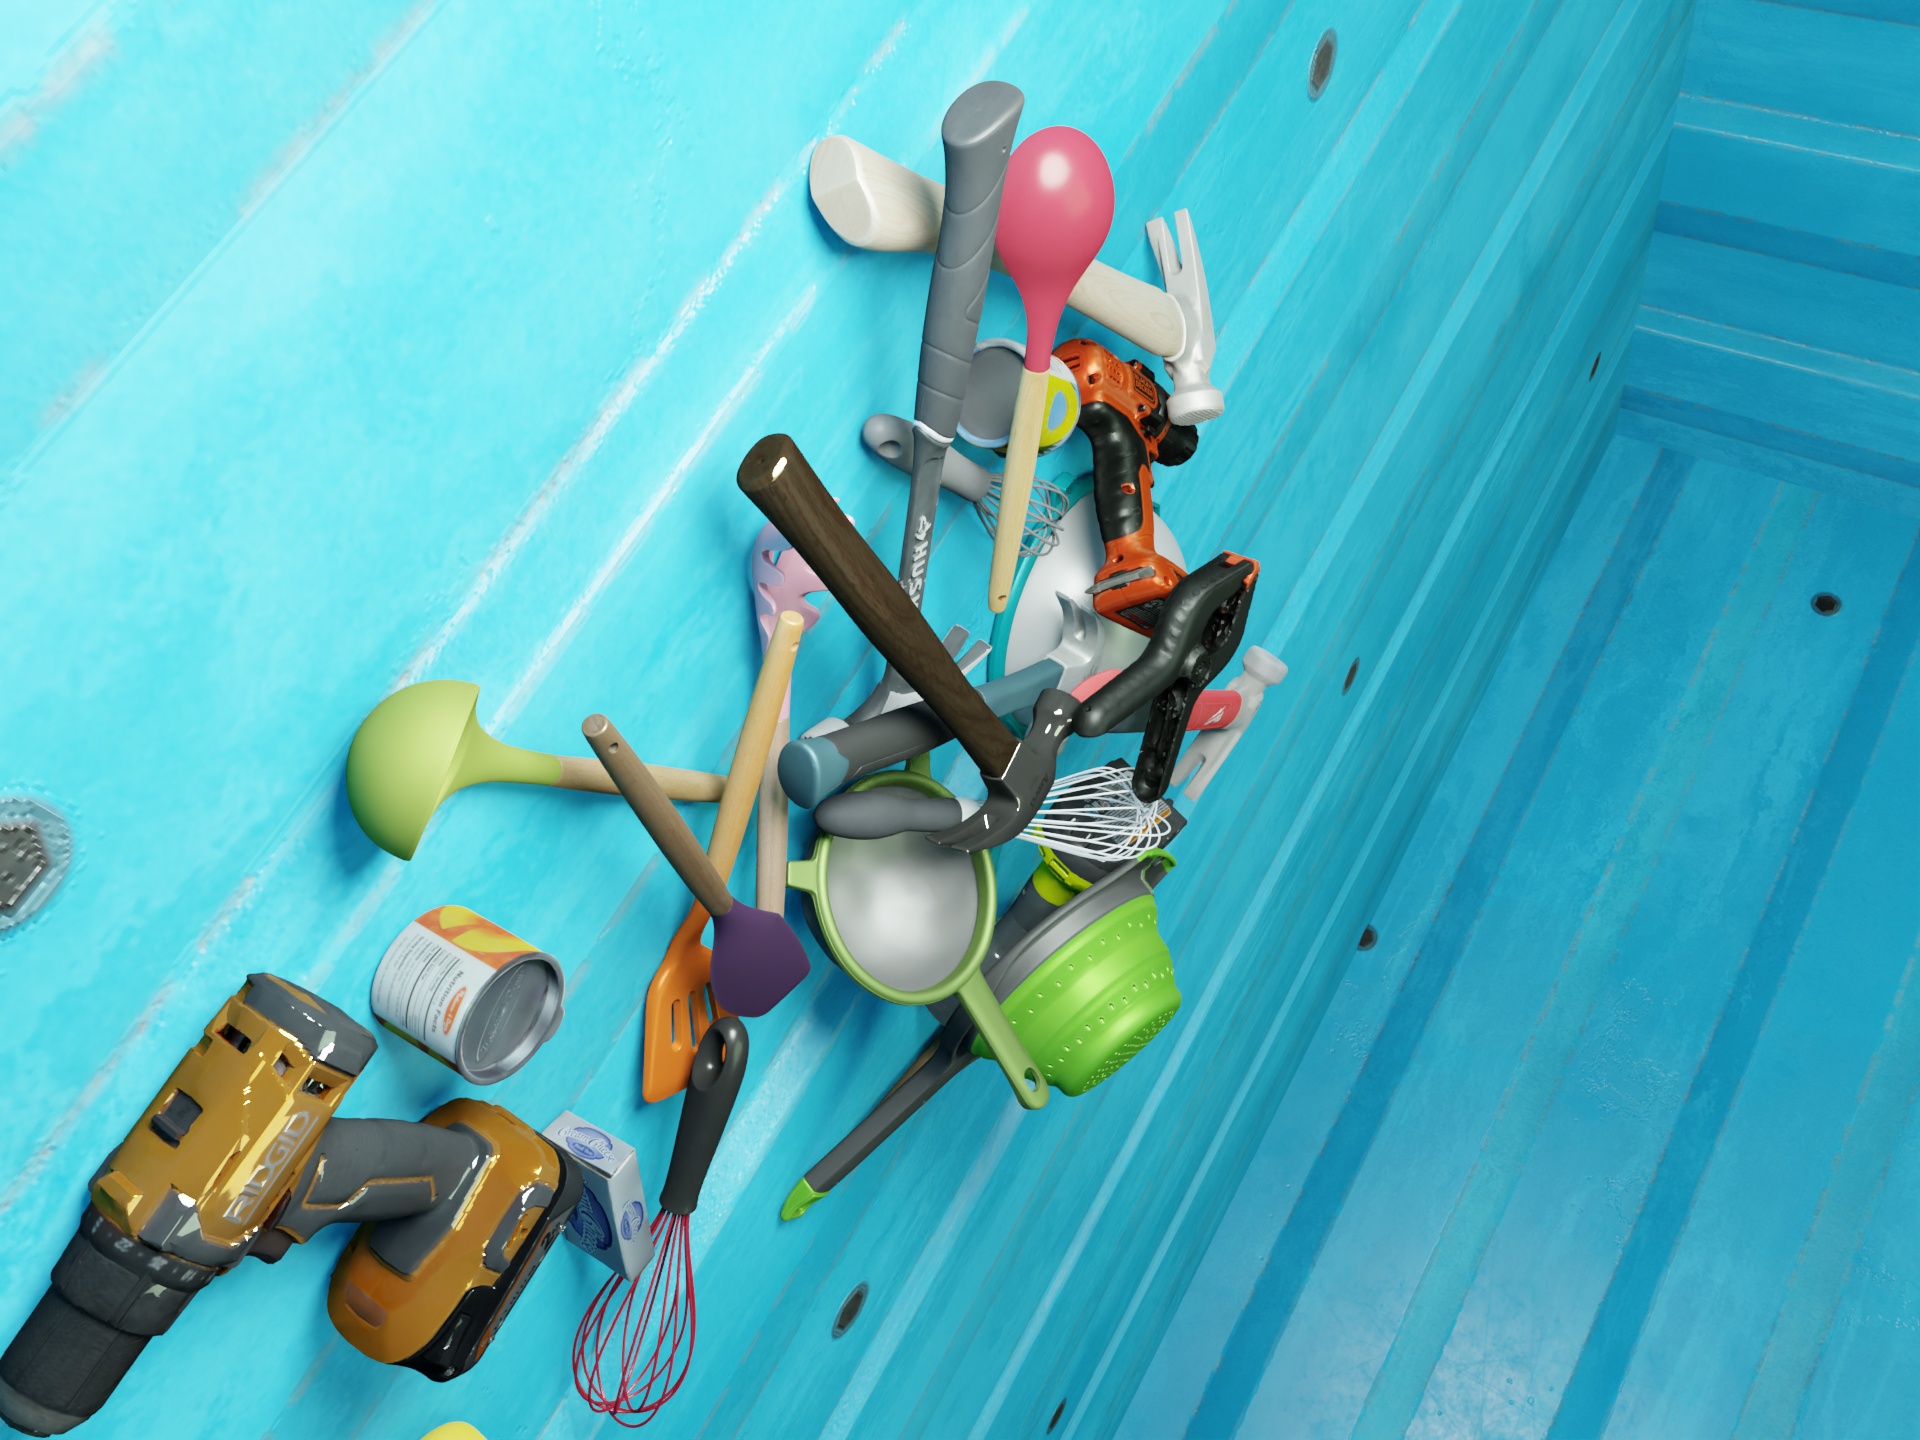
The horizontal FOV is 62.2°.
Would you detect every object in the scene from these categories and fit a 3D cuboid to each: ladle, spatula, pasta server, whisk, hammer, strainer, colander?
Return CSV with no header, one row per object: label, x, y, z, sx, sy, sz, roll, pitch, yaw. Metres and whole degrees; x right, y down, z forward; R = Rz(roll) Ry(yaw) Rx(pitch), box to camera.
ladle,-0.173,0.031,0.768,0.078,0.062,0.320,-67,158,3
spatula,-0.126,0.080,0.881,0.081,0.041,0.322,-24,143,-48
pasta server,-0.099,0.024,0.899,0.060,0.040,0.316,-30,132,-52
whisk,-0.177,0.308,0.964,0.073,0.073,0.295,-13,125,-60
ladle,0.038,-0.180,0.902,0.069,0.031,0.315,-10,139,-17
whisk,0.026,0.061,1.036,0.284,0.070,0.070,3,110,-37
hammer,-0.013,-0.144,0.874,0.149,0.036,0.408,-36,150,-39
strainer,-0.026,0.154,1.045,0.151,0.069,0.256,-44,110,-41
hammer,0.155,0.005,1.209,0.143,0.038,0.386,-58,160,14
hammer,-0.002,-0.003,0.991,0.331,0.033,0.128,-21,138,-55
colander,0.033,0.260,1.161,0.397,0.095,0.204,-44,160,6
spatula,-0.136,0.086,0.834,0.060,0.018,0.315,-42,149,-16
spatula,0.017,0.256,1.344,0.317,0.044,0.082,-42,173,-38
hammer,0.049,-0.276,0.935,0.410,0.038,0.146,0,81,-57
strainer,0.094,-0.014,1.209,0.211,0.095,0.340,0,110,-63
whisk,0.005,-0.147,0.987,0.238,0.055,0.055,17,96,-60
hammer,-0.026,-0.035,0.869,0.130,0.031,0.331,-63,142,-20

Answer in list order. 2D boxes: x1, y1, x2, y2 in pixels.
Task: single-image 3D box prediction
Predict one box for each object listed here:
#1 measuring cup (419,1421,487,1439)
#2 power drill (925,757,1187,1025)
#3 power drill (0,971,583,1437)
measuring cup,-0.322,0.456,0.880,0.156,0.029,0.062,-50,152,-8
power drill,0.076,0.138,1.263,0.171,0.080,0.223,-27,157,-53
power drill,-0.283,0.228,0.692,0.185,0.084,0.226,-58,149,-16
